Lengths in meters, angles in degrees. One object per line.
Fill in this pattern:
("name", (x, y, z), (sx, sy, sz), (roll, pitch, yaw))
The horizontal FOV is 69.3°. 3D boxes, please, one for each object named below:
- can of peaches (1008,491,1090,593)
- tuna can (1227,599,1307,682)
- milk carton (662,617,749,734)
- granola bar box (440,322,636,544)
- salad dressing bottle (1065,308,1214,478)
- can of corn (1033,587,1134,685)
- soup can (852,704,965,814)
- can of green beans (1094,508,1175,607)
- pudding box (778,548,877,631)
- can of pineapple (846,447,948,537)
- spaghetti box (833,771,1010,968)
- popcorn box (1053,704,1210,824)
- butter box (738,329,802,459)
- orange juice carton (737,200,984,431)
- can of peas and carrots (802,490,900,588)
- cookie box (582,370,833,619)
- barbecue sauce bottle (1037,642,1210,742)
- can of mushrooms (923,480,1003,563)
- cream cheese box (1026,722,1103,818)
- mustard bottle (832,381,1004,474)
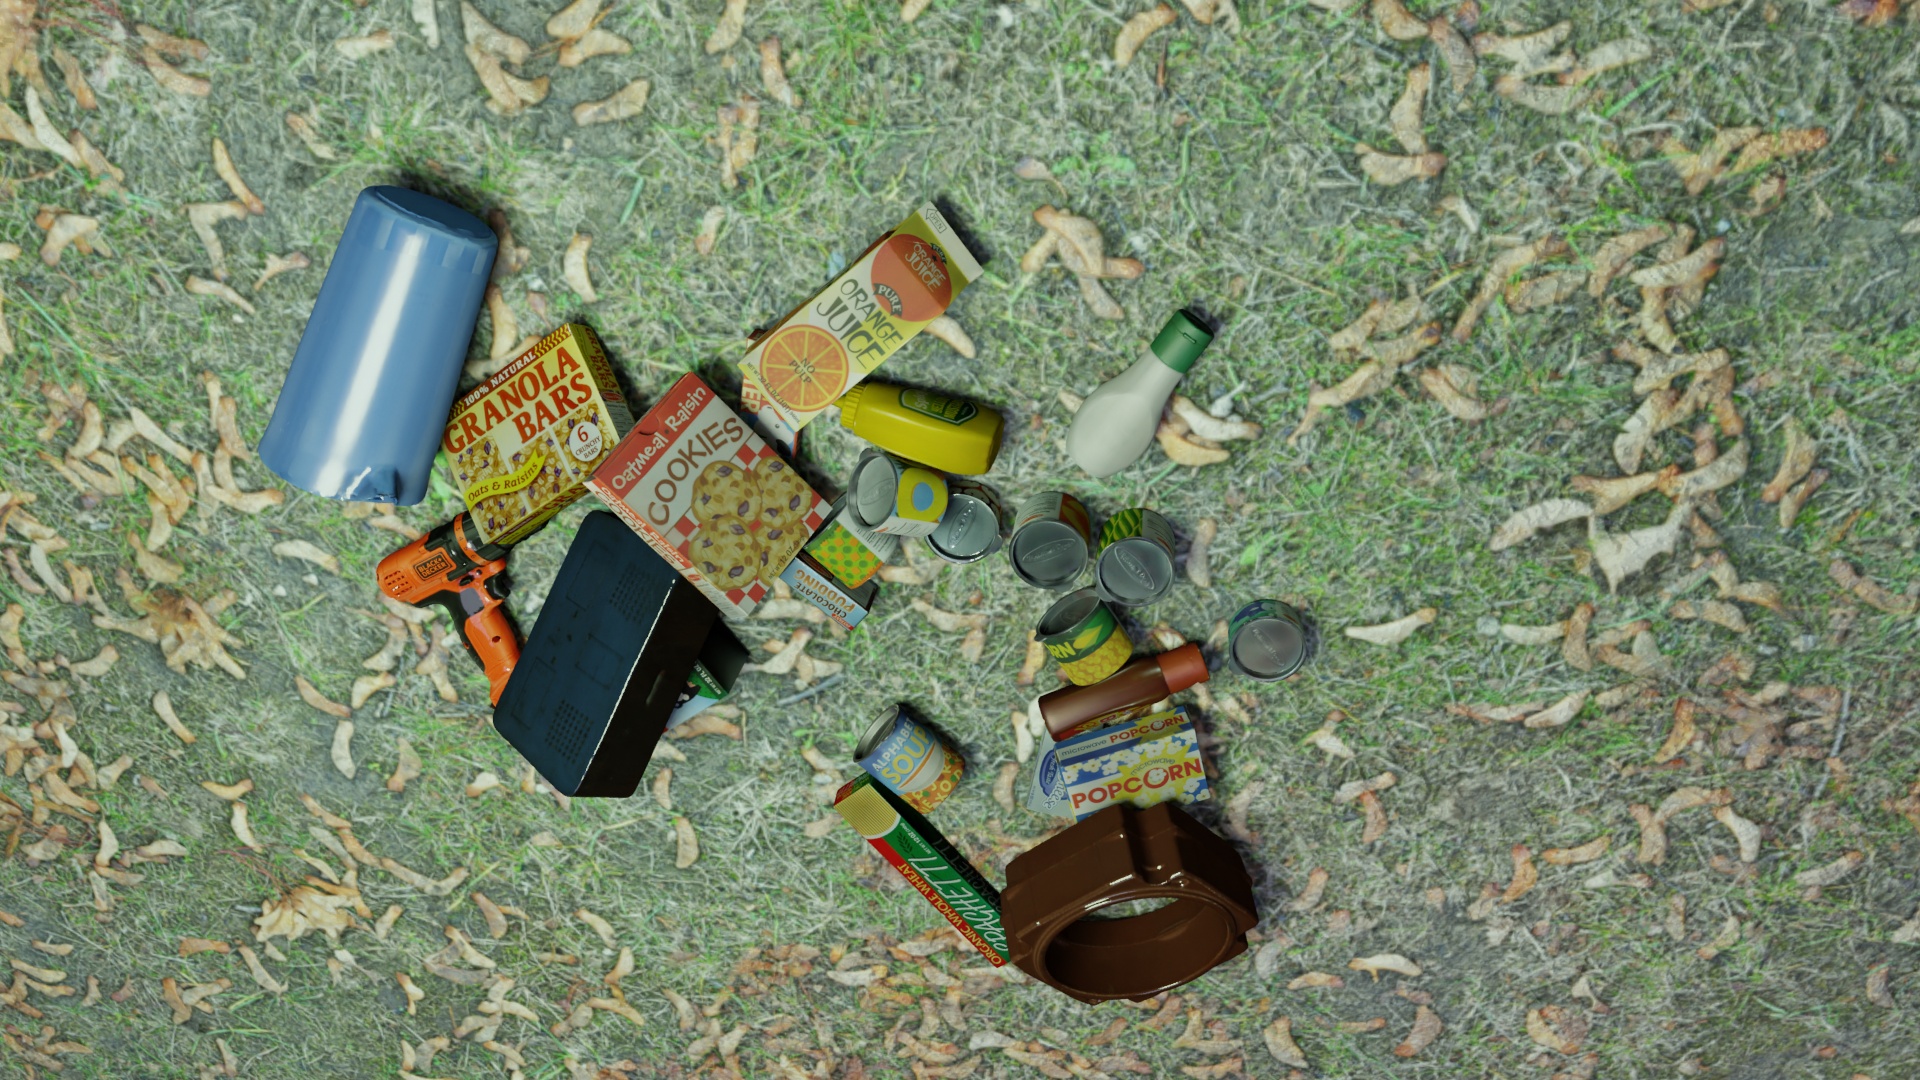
("can of peaches", (0.077, 0.001, 1.174), (0.071, 0.058, 0.071), (3, 116, 6))
("tuna can", (0.263, 0.088, 1.203), (0.071, 0.033, 0.070), (3, 116, 7))
("milk carton", (-0.296, 0.141, 1.287), (0.190, 0.074, 0.072), (-31, 108, 21))
("granola bar box", (-0.357, -0.089, 1.177), (0.165, 0.039, 0.124), (-30, 80, 20))
("salad dressing bottle", (0.144, -0.118, 1.115), (0.064, 0.044, 0.147), (35, 115, -7))
("can of corn", (0.107, 0.085, 1.204), (0.071, 0.071, 0.058), (-29, 109, 20))
("soup can", (-0.046, 0.202, 1.283), (0.083, 0.072, 0.071), (40, 115, -12))
("can of green beans", (0.147, 0.014, 1.169), (0.071, 0.058, 0.071), (3, 116, 7))
("pudding box", (-0.116, 0.036, 1.223), (0.083, 0.050, 0.030), (39, 116, -12))
("can of pineapple", (-0.052, -0.040, 1.155), (0.058, 0.071, 0.070), (8, 126, -42))
("spaghetti box", (-0.022, 0.324, 1.362), (0.050, 0.029, 0.249), (-36, 106, 23))
("popcorn box", (0.155, 0.208, 1.255), (0.127, 0.038, 0.085), (-17, 119, 1))
("butter box", (-0.156, -0.122, 1.166), (0.053, 0.024, 0.103), (13, 117, 3))
("orange juice carton", (-0.077, -0.177, 1.088), (0.192, 0.073, 0.071), (-38, 105, 9))
("can of peas and carrots", (-0.095, 0.000, 1.195), (0.058, 0.071, 0.070), (42, 114, -13))
("cookie box", (-0.203, -0.037, 1.134), (0.167, 0.123, 0.040), (46, 153, -19))
("barbecue sauce bottle", (0.144, 0.132, 1.222), (0.148, 0.065, 0.044), (-22, 81, 4))
("can of mushrooms", (0.004, -0.015, 1.190), (0.071, 0.033, 0.070), (3, 116, 7))
("cream cheese box", (0.097, 0.208, 1.291), (0.053, 0.024, 0.103), (11, 117, 1))
("mustard bottle", (-0.046, -0.099, 1.141), (0.160, 0.065, 0.048), (16, 120, 5))
